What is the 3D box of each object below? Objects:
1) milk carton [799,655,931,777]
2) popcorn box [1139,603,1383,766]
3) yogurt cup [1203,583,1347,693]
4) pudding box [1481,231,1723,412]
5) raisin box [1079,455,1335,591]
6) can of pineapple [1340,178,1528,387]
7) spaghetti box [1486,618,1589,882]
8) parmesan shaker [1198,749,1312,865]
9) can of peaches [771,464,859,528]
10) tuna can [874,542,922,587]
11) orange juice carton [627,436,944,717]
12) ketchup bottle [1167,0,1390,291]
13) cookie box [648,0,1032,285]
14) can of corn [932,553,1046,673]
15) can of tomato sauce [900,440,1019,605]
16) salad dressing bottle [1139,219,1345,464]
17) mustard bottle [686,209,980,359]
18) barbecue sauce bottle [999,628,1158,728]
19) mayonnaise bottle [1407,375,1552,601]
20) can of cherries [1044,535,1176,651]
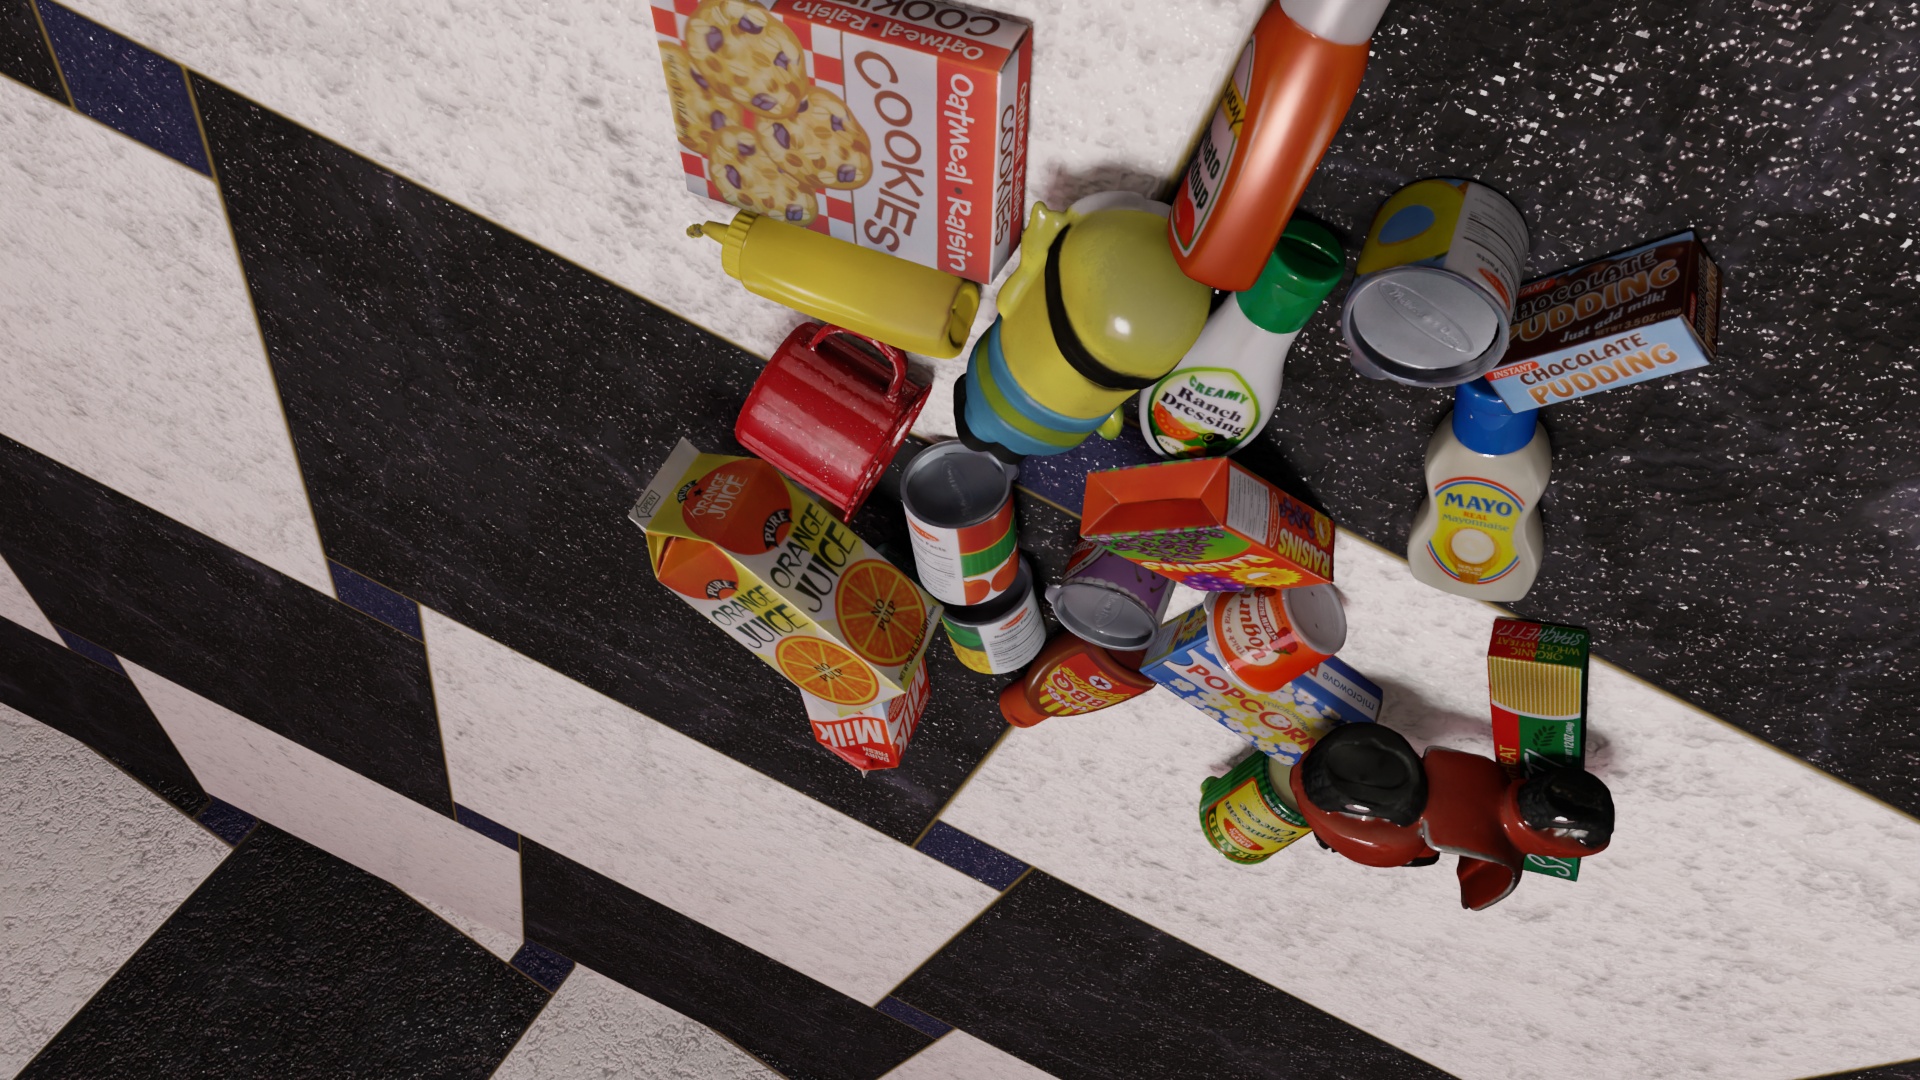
[{"bbox_3d":[-0.073,0.109,1.063,0.073,0.073,0.189,15,145,17],"label":"milk carton"},{"bbox_3d":[0.191,0.090,0.882,0.126,0.038,0.085,33,148,-12],"label":"popcorn box"},{"bbox_3d":[0.186,0.049,0.805,0.072,0.073,0.053,37,138,-18],"label":"yogurt cup"},{"bbox_3d":[0.261,-0.088,0.566,0.083,0.050,0.030,-14,132,47],"label":"pudding box"},{"bbox_3d":[0.134,-0.005,0.739,0.086,0.040,0.123,-5,162,39],"label":"raisin box"},{"bbox_3d":[0.196,-0.106,0.577,0.071,0.058,0.070,18,147,13],"label":"can of pineapple"},{"bbox_3d":[0.352,0.134,0.842,0.050,0.029,0.249,7,143,29],"label":"spaghetti box"},{"bbox_3d":[0.215,0.178,0.967,0.071,0.071,0.102,27,148,-1],"label":"parmesan shaker"},{"bbox_3d":[-0.101,-0.021,0.909,0.071,0.058,0.071,18,146,12],"label":"can of peaches"},{"bbox_3d":[-0.054,0.034,0.950,0.033,0.071,0.071,36,147,-14],"label":"tuna can"},{"bbox_3d":[-0.111,0.020,0.848,0.192,0.072,0.072,40,140,-20],"label":"orange juice carton"},{"bbox_3d":[0.125,-0.170,0.536,0.043,0.065,0.148,12,140,-8],"label":"ketchup bottle"},{"bbox_3d":[-0.052,-0.196,0.639,0.167,0.040,0.122,19,148,12],"label":"cookie box"},{"bbox_3d":[0.019,0.044,0.913,0.071,0.071,0.058,10,145,23],"label":"can of corn"},{"bbox_3d":[0.003,-0.011,0.845,0.071,0.071,0.082,15,147,17],"label":"can of tomato sauce"},{"bbox_3d":[0.132,-0.091,0.658,0.064,0.044,0.147,25,148,-1],"label":"salad dressing bottle"},{"bbox_3d":[-0.071,-0.140,0.715,0.160,0.049,0.065,22,180,11],"label":"mustard bottle"},{"bbox_3d":[0.077,0.095,0.965,0.065,0.044,0.148,33,148,-13],"label":"barbecue sauce bottle"},{"bbox_3d":[0.251,-0.029,0.665,0.065,0.041,0.147,13,146,23],"label":"mayonnaise bottle"},{"bbox_3d":[0.093,0.023,0.835,0.071,0.059,0.071,19,148,12],"label":"can of cherries"}]
